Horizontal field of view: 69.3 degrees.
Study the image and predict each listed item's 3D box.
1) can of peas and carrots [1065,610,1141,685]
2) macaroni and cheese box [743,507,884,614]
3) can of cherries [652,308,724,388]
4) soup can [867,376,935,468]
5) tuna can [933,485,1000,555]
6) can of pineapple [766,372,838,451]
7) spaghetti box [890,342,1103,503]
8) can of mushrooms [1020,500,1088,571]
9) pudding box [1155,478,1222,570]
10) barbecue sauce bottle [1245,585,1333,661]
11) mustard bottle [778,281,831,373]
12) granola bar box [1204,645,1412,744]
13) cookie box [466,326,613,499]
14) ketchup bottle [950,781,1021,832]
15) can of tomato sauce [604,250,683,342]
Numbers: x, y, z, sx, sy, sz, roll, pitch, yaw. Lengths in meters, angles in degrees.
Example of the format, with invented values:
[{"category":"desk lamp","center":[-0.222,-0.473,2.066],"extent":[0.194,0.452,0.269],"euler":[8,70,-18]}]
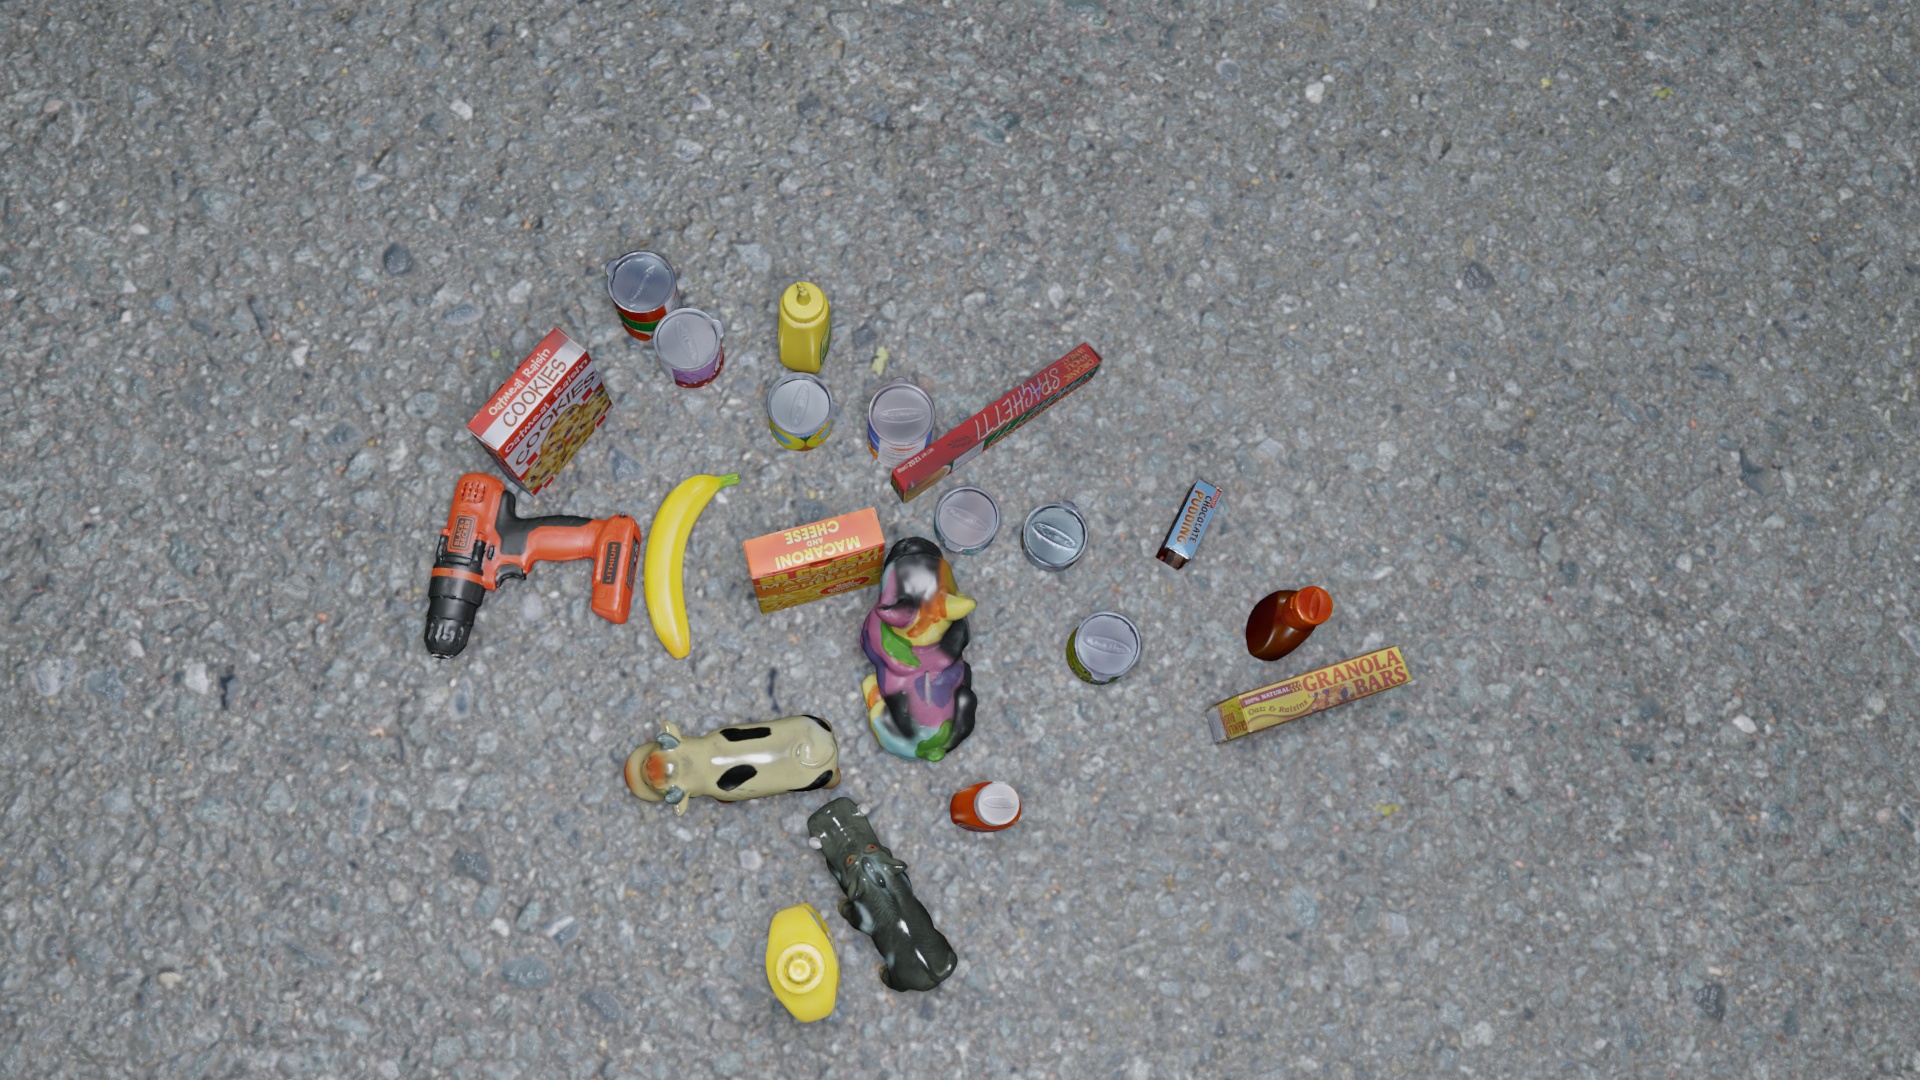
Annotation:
[{"category":"can of peas and carrots","center":[0.140,0.109,1.367],"extent":[0.071,0.058,0.071],"euler":[1,76,-5]},{"category":"macaroni and cheese box","center":[-0.136,0.022,1.308],"extent":[0.124,0.166,0.040],"euler":[-15,78,-8]},{"category":"can of cherries","center":[-0.272,-0.194,1.406],"extent":[0.071,0.058,0.071],"euler":[1,76,-5]},{"category":"soup can","center":[-0.060,-0.117,1.393],"extent":[0.071,0.083,0.071],"euler":[1,76,-5]},{"category":"tuna can","center":[0.005,-0.018,1.400],"extent":[0.071,0.032,0.071],"euler":[1,76,-5]},{"category":"can of pineapple","center":[-0.160,-0.128,1.400],"extent":[0.071,0.057,0.071],"euler":[1,76,-5]},{"category":"spaghetti box","center":[0.037,-0.121,1.420],"extent":[0.251,0.050,0.029],"euler":[-35,82,-12]},{"category":"can of mushrooms","center":[0.096,-0.005,1.404],"extent":[0.071,0.033,0.071],"euler":[1,76,-5]},{"category":"pudding box","center":[0.233,-0.016,1.411],"extent":[0.030,0.049,0.084],"euler":[28,75,2]},{"category":"barbecue sauce bottle","center":[0.318,0.076,1.345],"extent":[0.044,0.148,0.065],"euler":[13,76,-2]},{"category":"mustard bottle","center":[-0.154,-0.216,1.370],"extent":[0.049,0.160,0.065],"euler":[12,76,-2]},{"category":"granola bar box","center":[0.331,0.149,1.340],"extent":[0.166,0.124,0.039],"euler":[-16,78,-9]},{"category":"cookie box","center":[-0.396,-0.118,1.319],"extent":[0.040,0.167,0.123],"euler":[36,76,4]},{"category":"ketchup bottle","center":[0.027,0.244,1.276],"extent":[0.065,0.148,0.043],"euler":[4,76,-4]},{"category":"can of tomato sauce","center":[-0.319,-0.245,1.402],"extent":[0.071,0.083,0.071],"euler":[1,76,-5]}]
